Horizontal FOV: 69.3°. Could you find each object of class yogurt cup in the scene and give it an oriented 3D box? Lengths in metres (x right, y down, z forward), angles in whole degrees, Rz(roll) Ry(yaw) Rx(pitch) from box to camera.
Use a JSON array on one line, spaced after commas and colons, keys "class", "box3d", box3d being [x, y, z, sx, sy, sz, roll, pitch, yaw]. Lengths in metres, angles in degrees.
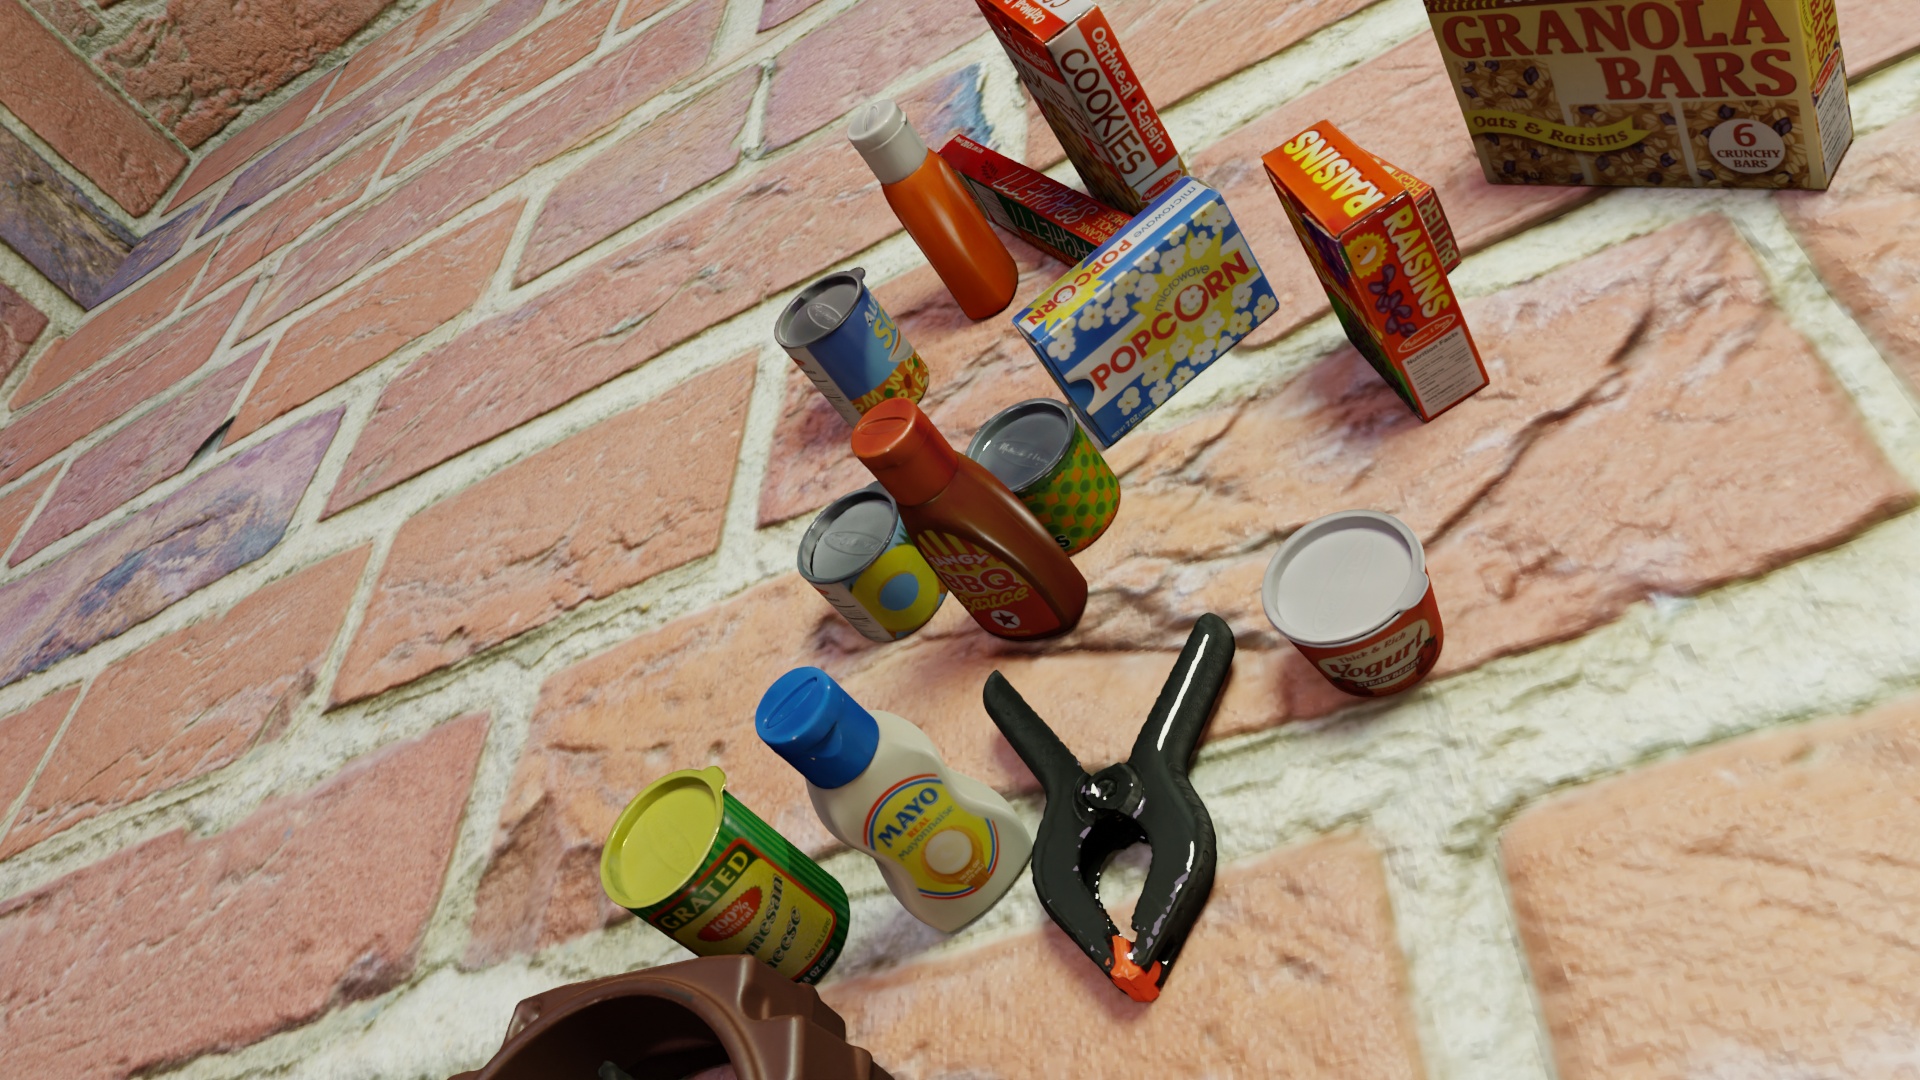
[{"class": "yogurt cup", "box3d": [0.167, 0.029, 0.580, 0.072, 0.053, 0.073, -22, 42, 21]}]

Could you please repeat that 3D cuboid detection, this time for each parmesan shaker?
[{"class": "parmesan shaker", "box3d": [-0.103, 0.157, 0.634, 0.071, 0.102, 0.072, -22, 42, 21]}]

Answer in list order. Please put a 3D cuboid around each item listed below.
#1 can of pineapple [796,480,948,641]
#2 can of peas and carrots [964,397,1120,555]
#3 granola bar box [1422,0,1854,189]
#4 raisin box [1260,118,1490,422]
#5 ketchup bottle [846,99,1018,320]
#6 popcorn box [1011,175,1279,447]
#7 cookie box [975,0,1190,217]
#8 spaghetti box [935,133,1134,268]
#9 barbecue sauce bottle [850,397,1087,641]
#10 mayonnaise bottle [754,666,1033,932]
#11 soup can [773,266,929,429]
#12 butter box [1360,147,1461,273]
[{"class": "can of pineapple", "box3d": [-0.046, 0.012, 0.765, 0.071, 0.057, 0.071, -22, 42, 21]}, {"class": "can of peas and carrots", "box3d": [0.042, -0.030, 0.735, 0.071, 0.058, 0.071, -22, 42, 21]}, {"class": "granola bar box", "box3d": [0.315, -0.225, 0.650, 0.165, 0.124, 0.039, 18, 65, 47]}, {"class": "raisin box", "box3d": [0.194, -0.126, 0.653, 0.040, 0.123, 0.086, -32, 39, 11]}, {"class": "ketchup bottle", "box3d": [-0.016, -0.212, 0.887, 0.043, 0.148, 0.065, -22, 42, 22]}, {"class": "popcorn box", "box3d": [0.102, -0.124, 0.756, 0.127, 0.085, 0.038, -39, 38, 1]}, {"class": "cookie box", "box3d": [0.080, -0.260, 0.840, 0.040, 0.167, 0.123, -37, 38, 5]}, {"class": "spaghetti box", "box3d": [0.055, -0.214, 0.910, 0.029, 0.050, 0.251, -42, 38, -2]}, {"class": "barbecue sauce bottle", "box3d": [0.002, -0.008, 0.673, 0.065, 0.148, 0.044, -4, 50, 37]}, {"class": "mayonnaise bottle", "box3d": [-0.029, 0.108, 0.586, 0.065, 0.147, 0.041, -44, 38, -5]}, {"class": "soup can", "box3d": [-0.066, -0.122, 0.892, 0.071, 0.083, 0.072, -22, 42, 21]}, {"class": "butter box", "box3d": [0.220, -0.178, 0.739, 0.024, 0.053, 0.104, -37, 38, 4]}]
